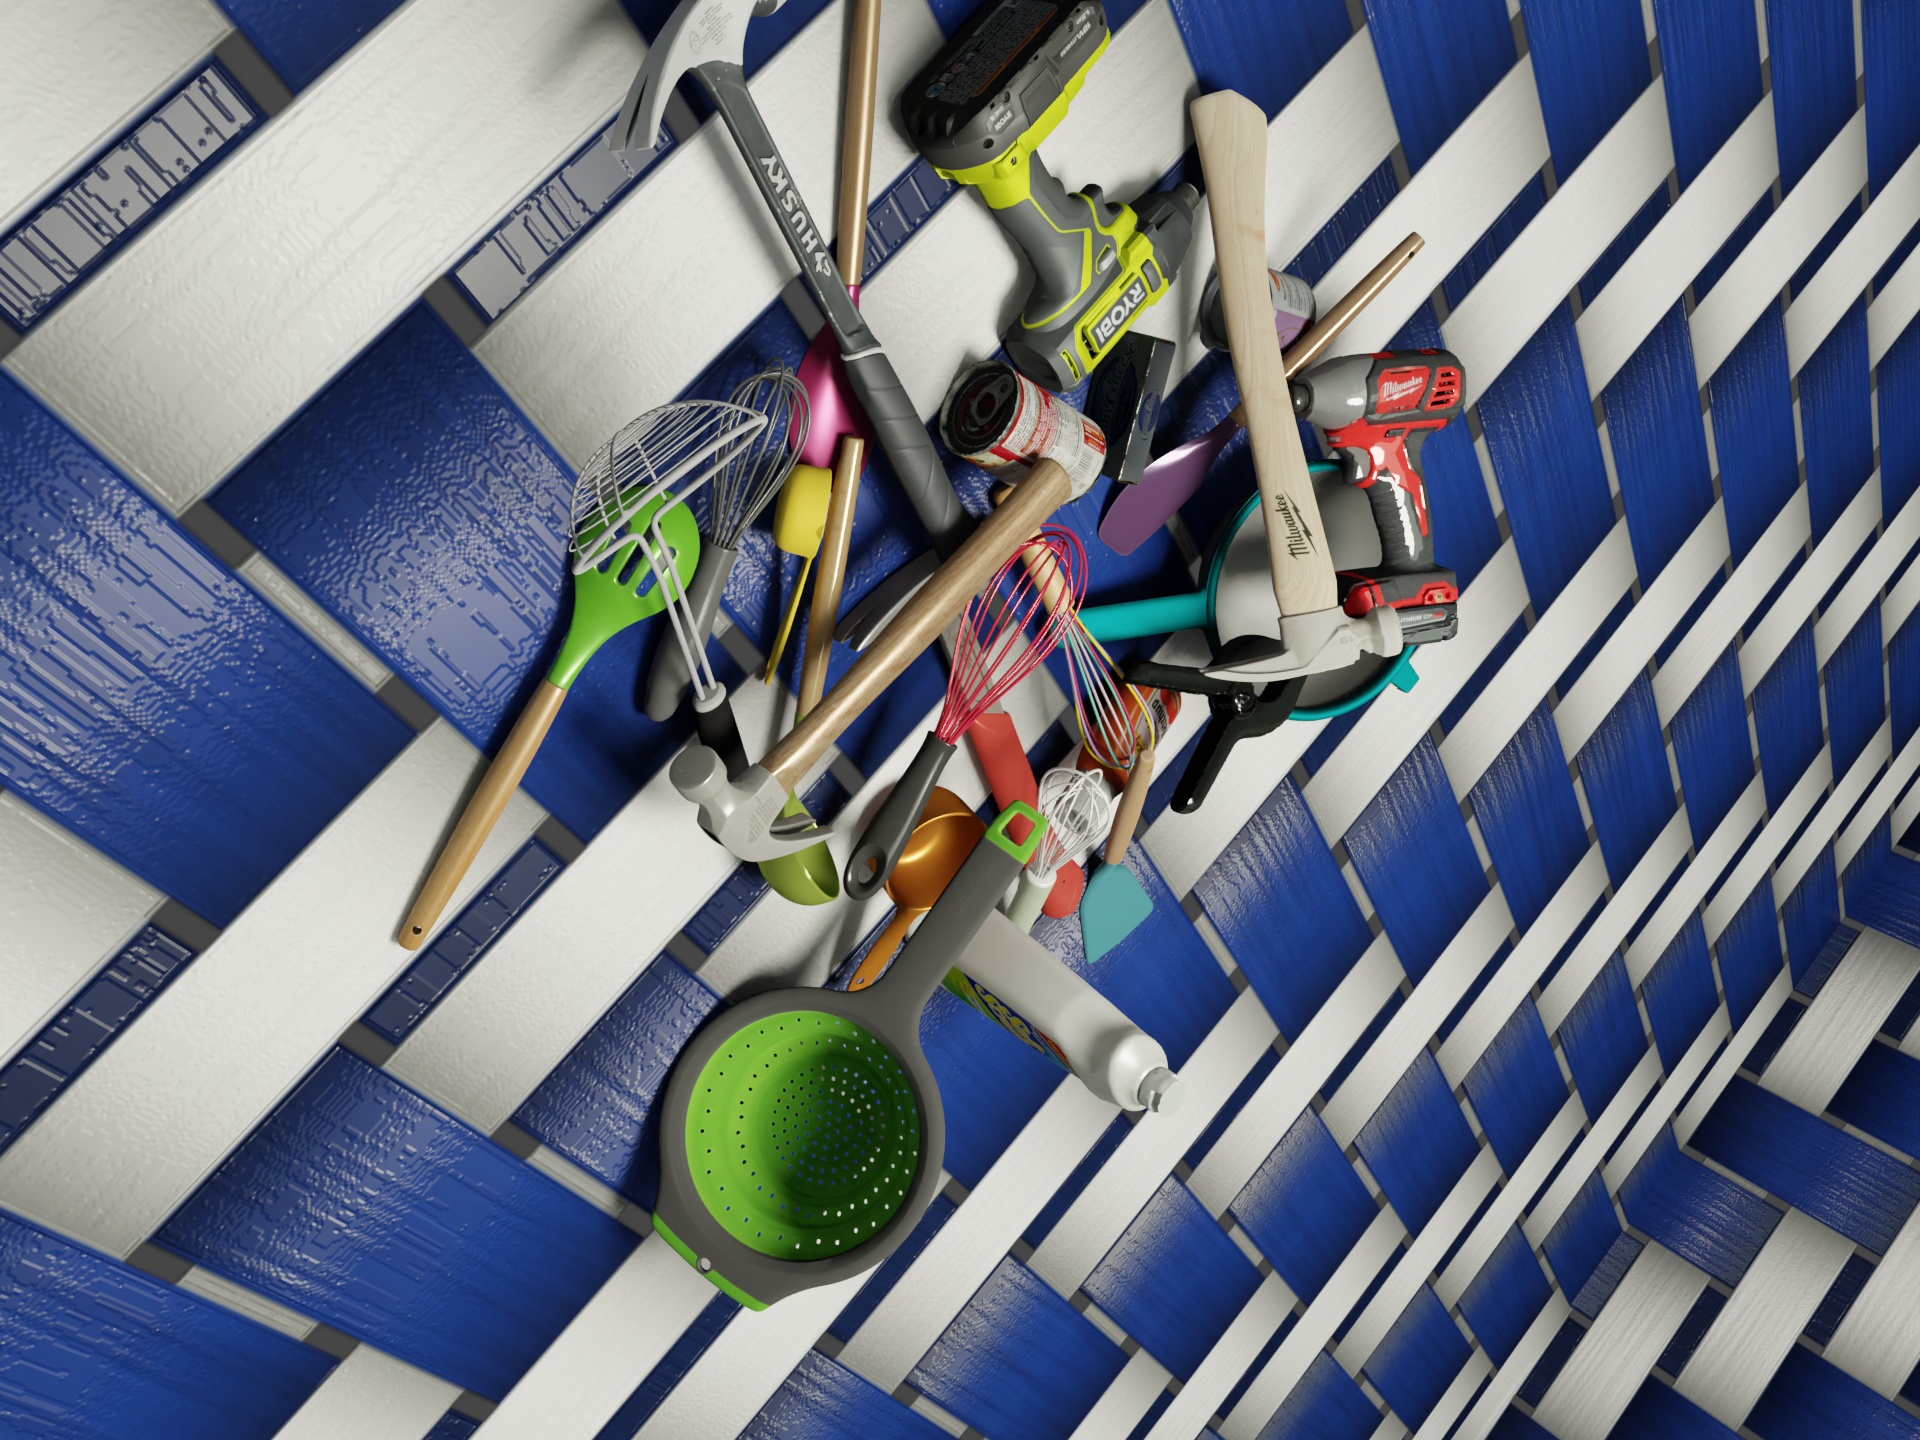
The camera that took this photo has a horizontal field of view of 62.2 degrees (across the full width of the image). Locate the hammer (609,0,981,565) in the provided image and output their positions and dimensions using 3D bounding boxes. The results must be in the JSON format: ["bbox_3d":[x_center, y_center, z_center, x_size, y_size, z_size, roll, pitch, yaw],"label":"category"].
[{"bbox_3d":[-0.068,-0.230,0.942,0.149,0.036,0.408,-57,139,-28],"label":"hammer"}]

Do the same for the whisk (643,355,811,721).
[{"bbox_3d":[-0.149,-0.108,0.972,0.055,0.055,0.239,9,109,-44],"label":"whisk"}]

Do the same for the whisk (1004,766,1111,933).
[{"bbox_3d":[0.063,0.112,1.213,0.058,0.059,0.246,-46,165,-37],"label":"whisk"}]

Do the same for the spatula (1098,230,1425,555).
[{"bbox_3d":[0.222,-0.242,1.184,0.316,0.018,0.059,-44,138,13],"label":"spatula"}]

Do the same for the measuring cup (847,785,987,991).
[{"bbox_3d":[-0.048,0.124,1.179,0.095,0.052,0.173,16,113,-41],"label":"measuring cup"}]

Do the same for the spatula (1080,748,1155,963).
[{"bbox_3d":[0.136,0.106,1.286,0.082,0.044,0.317,-37,159,-20],"label":"spatula"}]

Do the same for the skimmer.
[{"bbox_3d":[-0.140,-0.038,0.918,0.127,0.090,0.362,-43,149,-24],"label":"skimmer"}]

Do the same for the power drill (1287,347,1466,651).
[{"bbox_3d":[0.310,-0.168,1.206,0.143,0.079,0.219,-8,104,-19],"label":"power drill"}]

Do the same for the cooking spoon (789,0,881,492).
[{"bbox_3d":[-0.067,-0.292,0.966,0.068,0.017,0.318,-14,121,-37],"label":"cooking spoon"}]

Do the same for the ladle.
[{"bbox_3d":[-0.086,-0.027,1.051,0.062,0.078,0.320,11,107,-2],"label":"ladle"}]

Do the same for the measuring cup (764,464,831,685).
[{"bbox_3d":[-0.115,-0.091,1.014,0.029,0.062,0.156,13,119,-14],"label":"measuring cup"}]

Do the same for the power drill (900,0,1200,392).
[{"bbox_3d":[0.069,-0.345,1.024,0.171,0.080,0.223,-50,139,-10],"label":"power drill"}]

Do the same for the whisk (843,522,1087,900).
[{"bbox_3d":[-0.002,-0.003,1.093,0.073,0.073,0.296,24,98,-46],"label":"whisk"}]

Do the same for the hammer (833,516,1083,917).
[{"bbox_3d":[0.023,0.027,1.199,0.149,0.037,0.358,-39,132,-21],"label":"hammer"}]

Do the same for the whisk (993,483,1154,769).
[{"bbox_3d":[0.079,-0.062,1.166,0.051,0.047,0.244,-50,121,-42],"label":"whisk"}]

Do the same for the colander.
[{"bbox_3d":[-0.059,0.229,1.152,0.397,0.204,0.094,-54,167,-3],"label":"colander"}]

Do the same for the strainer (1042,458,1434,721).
[{"bbox_3d":[0.212,-0.102,1.278,0.340,0.095,0.211,-9,108,-17],"label":"strainer"}]

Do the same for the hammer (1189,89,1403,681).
[{"bbox_3d":[0.207,-0.232,1.133,0.146,0.038,0.410,-12,97,1],"label":"hammer"}]

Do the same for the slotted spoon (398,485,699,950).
[{"bbox_3d":[-0.250,0.002,0.941,0.070,0.031,0.314,30,93,-15],"label":"slotted spoon"}]

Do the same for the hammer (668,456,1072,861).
[{"bbox_3d":[-0.041,-0.044,1.008,0.331,0.031,0.129,-48,145,-16],"label":"hammer"}]
